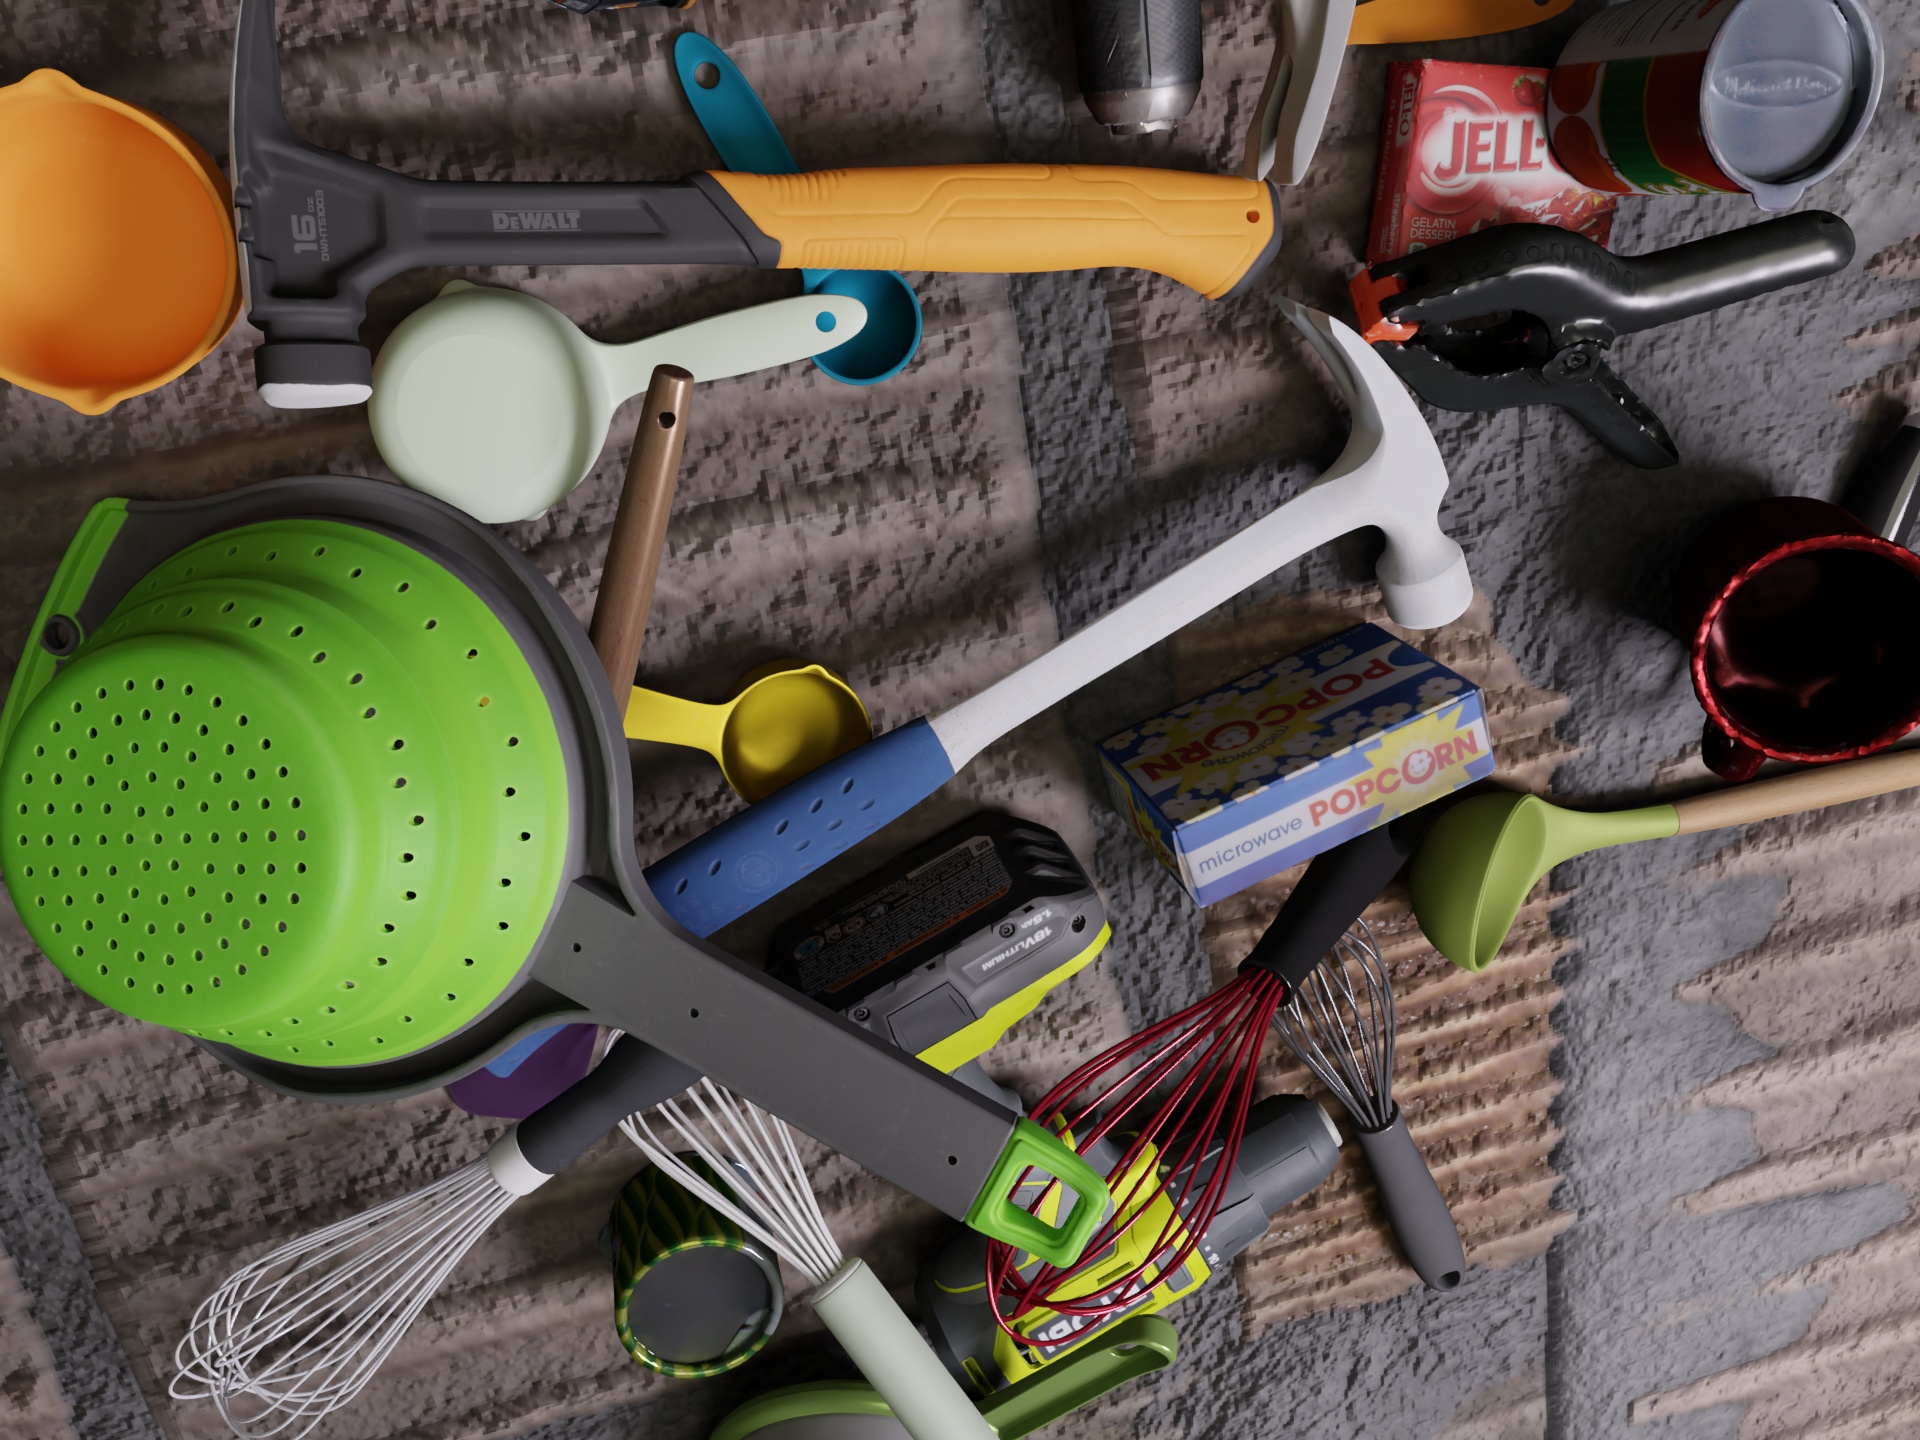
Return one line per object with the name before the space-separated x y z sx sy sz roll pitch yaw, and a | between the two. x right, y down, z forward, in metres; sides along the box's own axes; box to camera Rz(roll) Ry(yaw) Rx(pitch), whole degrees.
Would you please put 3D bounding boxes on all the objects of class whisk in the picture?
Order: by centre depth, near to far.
whisk | -0.181 0.176 0.580 0.284 0.070 0.070 -37 114 14
whisk | 0.103 0.109 0.587 0.296 0.073 0.073 -42 118 -35
whisk | -0.052 0.204 0.598 0.058 0.059 0.246 -36 85 -31
whisk | 0.186 0.174 0.706 0.055 0.055 0.238 -29 117 -3

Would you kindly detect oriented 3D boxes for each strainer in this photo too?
strainer | -0.006 0.317 0.640 0.151 0.069 0.256 36 123 -19

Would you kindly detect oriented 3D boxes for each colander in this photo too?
colander | -0.139 0.065 0.470 0.397 0.094 0.204 28 100 5

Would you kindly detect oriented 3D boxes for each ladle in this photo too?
ladle | 0.339 0.045 0.692 0.320 0.062 0.078 -10 121 -13

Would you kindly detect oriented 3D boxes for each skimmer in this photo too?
skimmer | 0.436 -0.167 0.622 0.127 0.090 0.363 -4 116 -46

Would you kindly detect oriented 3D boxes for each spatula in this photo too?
spatula | -0.135 0.025 0.555 0.059 0.018 0.315 10 119 -18

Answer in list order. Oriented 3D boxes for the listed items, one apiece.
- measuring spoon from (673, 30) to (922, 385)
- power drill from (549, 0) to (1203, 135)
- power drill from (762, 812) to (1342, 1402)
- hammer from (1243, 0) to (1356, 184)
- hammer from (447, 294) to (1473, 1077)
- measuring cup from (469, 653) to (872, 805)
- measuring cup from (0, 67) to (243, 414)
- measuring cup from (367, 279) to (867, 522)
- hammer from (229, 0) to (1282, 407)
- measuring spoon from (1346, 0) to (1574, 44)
measuring spoon | -0.057 -0.173 0.541 0.042 0.021 0.128 -32 104 5
power drill | -0.024 -0.265 0.483 0.226 0.084 0.185 -13 113 -14
power drill | 0.040 0.155 0.644 0.190 0.080 0.228 -30 116 -1
hammer | -0.046 -0.236 0.421 0.359 0.037 0.149 -2 112 -23
hammer | -0.001 -0.002 0.570 0.405 0.035 0.144 -31 123 -5
measuring cup | -0.109 -0.005 0.578 0.156 0.029 0.062 12 106 -15
measuring cup | -0.301 -0.142 0.469 0.173 0.052 0.095 -2 109 -11
measuring cup | -0.112 -0.113 0.522 0.167 0.038 0.083 -14 109 0
hammer | -0.050 -0.168 0.509 0.336 0.034 0.127 -5 94 -19
measuring spoon | 0.170 -0.254 0.571 0.117 0.011 0.021 -15 112 -13
